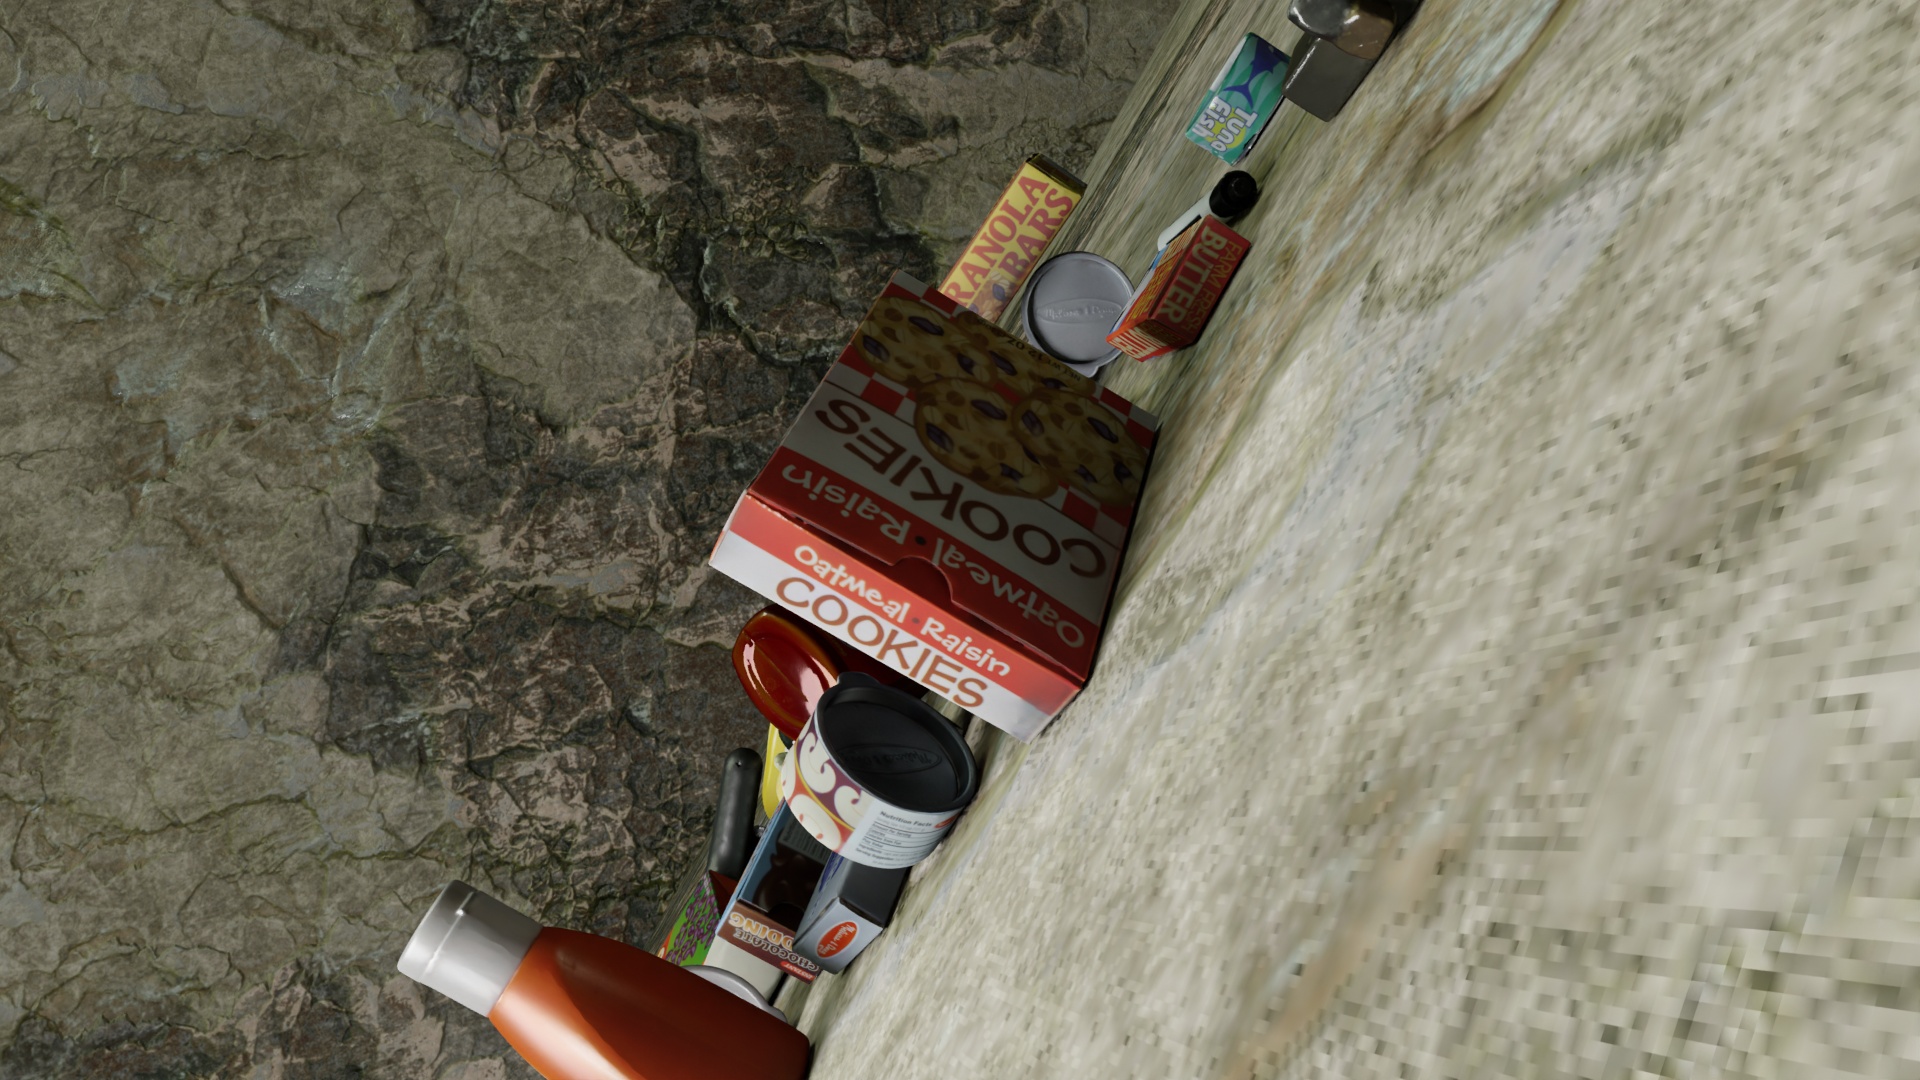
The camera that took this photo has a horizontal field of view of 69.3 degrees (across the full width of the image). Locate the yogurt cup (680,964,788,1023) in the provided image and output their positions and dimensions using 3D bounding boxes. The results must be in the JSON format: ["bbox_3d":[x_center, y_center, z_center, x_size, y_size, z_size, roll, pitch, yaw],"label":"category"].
[{"bbox_3d":[-0.115,0.223,0.589,0.073,0.072,0.053,-66,0,-52],"label":"yogurt cup"}]

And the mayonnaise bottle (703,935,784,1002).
[{"bbox_3d":[-0.102,0.201,0.710,0.064,0.041,0.149,-56,7,50],"label":"mayonnaise bottle"}]

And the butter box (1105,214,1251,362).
[{"bbox_3d":[0.097,-0.113,0.636,0.053,0.024,0.103,-59,5,0],"label":"butter box"}]

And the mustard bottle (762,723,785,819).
[{"bbox_3d":[-0.092,0.108,0.867,0.066,0.049,0.159,-76,-2,-55],"label":"mustard bottle"}]

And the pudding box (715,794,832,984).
[{"bbox_3d":[-0.072,0.153,0.633,0.030,0.049,0.084,-59,5,32],"label":"pudding box"}]

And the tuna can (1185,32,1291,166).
[{"bbox_3d":[0.155,-0.243,0.770,0.071,0.033,0.071,-59,5,8],"label":"tuna can"}]

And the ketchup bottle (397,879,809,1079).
[{"bbox_3d":[-0.130,0.175,0.509,0.043,0.149,0.065,-56,6,24],"label":"ketchup bottle"}]

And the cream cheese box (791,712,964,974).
[{"bbox_3d":[-0.034,0.122,0.576,0.053,0.024,0.104,-53,9,44],"label":"cream cheese box"}]

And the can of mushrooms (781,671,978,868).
[{"bbox_3d":[-0.031,0.084,0.512,0.033,0.071,0.071,-59,5,27],"label":"can of mushrooms"}]

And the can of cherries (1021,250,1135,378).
[{"bbox_3d":[0.068,-0.133,0.811,0.071,0.071,0.058,-59,5,12],"label":"can of cherries"}]

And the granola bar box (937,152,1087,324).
[{"bbox_3d":[0.010,-0.147,0.816,0.165,0.039,0.124,-54,5,18],"label":"granola bar box"}]

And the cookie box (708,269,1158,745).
[{"bbox_3d":[0.000,-0.021,0.503,0.040,0.123,0.168,-57,5,38],"label":"cookie box"}]

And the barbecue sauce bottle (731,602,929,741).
[{"bbox_3d":[-0.034,0.047,0.616,0.043,0.065,0.149,-53,-17,24],"label":"barbecue sauce bottle"}]

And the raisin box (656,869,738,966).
[{"bbox_3d":[-0.153,0.261,0.782,0.123,0.040,0.086,-60,19,0],"label":"raisin box"}]
